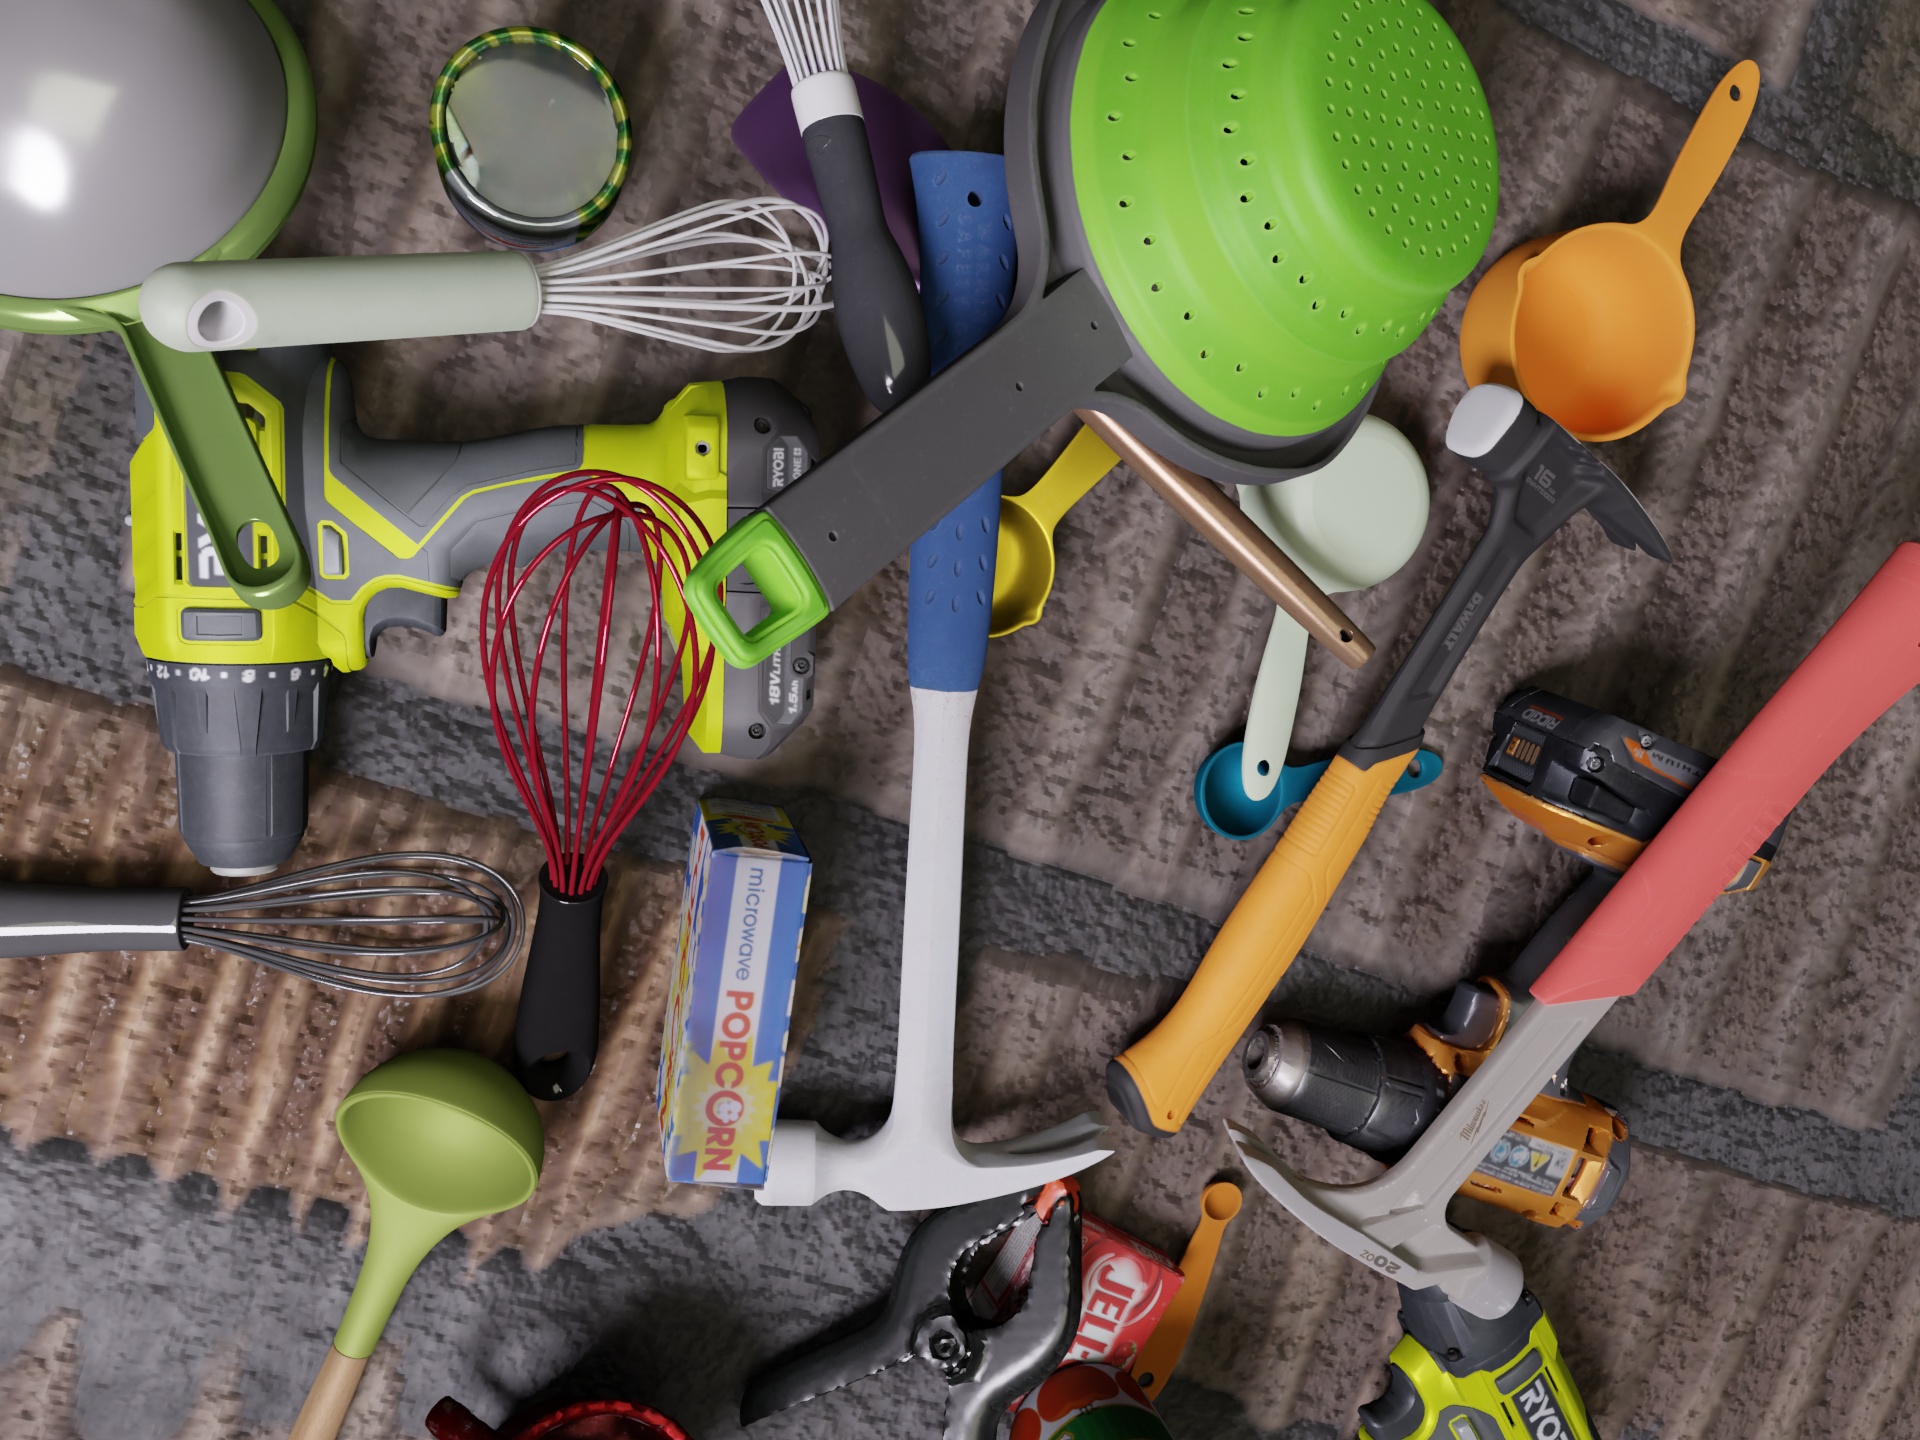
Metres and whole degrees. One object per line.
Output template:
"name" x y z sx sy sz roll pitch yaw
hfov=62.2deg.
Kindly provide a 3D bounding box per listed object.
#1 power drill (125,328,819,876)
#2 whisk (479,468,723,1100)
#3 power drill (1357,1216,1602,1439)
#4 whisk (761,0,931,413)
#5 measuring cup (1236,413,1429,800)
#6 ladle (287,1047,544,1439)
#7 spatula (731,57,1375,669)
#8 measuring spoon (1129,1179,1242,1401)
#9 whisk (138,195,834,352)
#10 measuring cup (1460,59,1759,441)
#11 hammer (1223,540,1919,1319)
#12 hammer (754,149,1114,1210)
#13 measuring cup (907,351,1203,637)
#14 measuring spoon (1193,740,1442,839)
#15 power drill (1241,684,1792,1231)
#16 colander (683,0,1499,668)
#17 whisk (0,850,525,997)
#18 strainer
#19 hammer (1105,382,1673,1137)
"power drill" -0.169 -0.042 0.564 0.228 0.080 0.190 0 98 -13
"whisk" -0.128 0.040 0.534 0.073 0.073 0.295 4 133 -16
"power drill" 0.178 0.339 0.725 0.223 0.080 0.171 -32 107 -12
"whisk" -0.054 -0.241 0.545 0.070 0.070 0.284 -14 91 -13
"measuring cup" 0.148 -0.047 0.659 0.083 0.038 0.167 14 87 -20
"ladle" -0.245 0.268 0.606 0.078 0.062 0.320 24 95 -8
"spatula" 0.044 -0.132 0.607 0.316 0.018 0.060 43 87 -5
"measuring spoon" 0.099 0.261 0.724 0.021 0.011 0.117 18 97 -17
"whisk" -0.136 -0.141 0.517 0.246 0.059 0.057 -17 138 -40
"measuring cup" 0.277 -0.198 0.673 0.095 0.052 0.173 30 88 -18
"hammer" 0.267 0.076 0.640 0.149 0.037 0.359 34 99 -16
"hammer" -0.001 -0.002 0.607 0.144 0.035 0.405 2 102 -6
"measuring cup" 0.040 -0.098 0.638 0.062 0.029 0.156 45 83 -17
"measuring spoon" 0.155 0.026 0.698 0.128 0.021 0.042 -5 95 -24
"power drill" 0.240 0.102 0.701 0.185 0.084 0.226 20 98 -16
"colander" 0.072 -0.144 0.518 0.397 0.094 0.204 -44 111 -32
"whisk" -0.280 0.074 0.571 0.239 0.055 0.055 2 99 -11
"strainer" -0.257 -0.153 0.473 0.151 0.069 0.256 -25 80 -14
"hammer" 0.168 0.033 0.670 0.127 0.034 0.337 28 97 -34
